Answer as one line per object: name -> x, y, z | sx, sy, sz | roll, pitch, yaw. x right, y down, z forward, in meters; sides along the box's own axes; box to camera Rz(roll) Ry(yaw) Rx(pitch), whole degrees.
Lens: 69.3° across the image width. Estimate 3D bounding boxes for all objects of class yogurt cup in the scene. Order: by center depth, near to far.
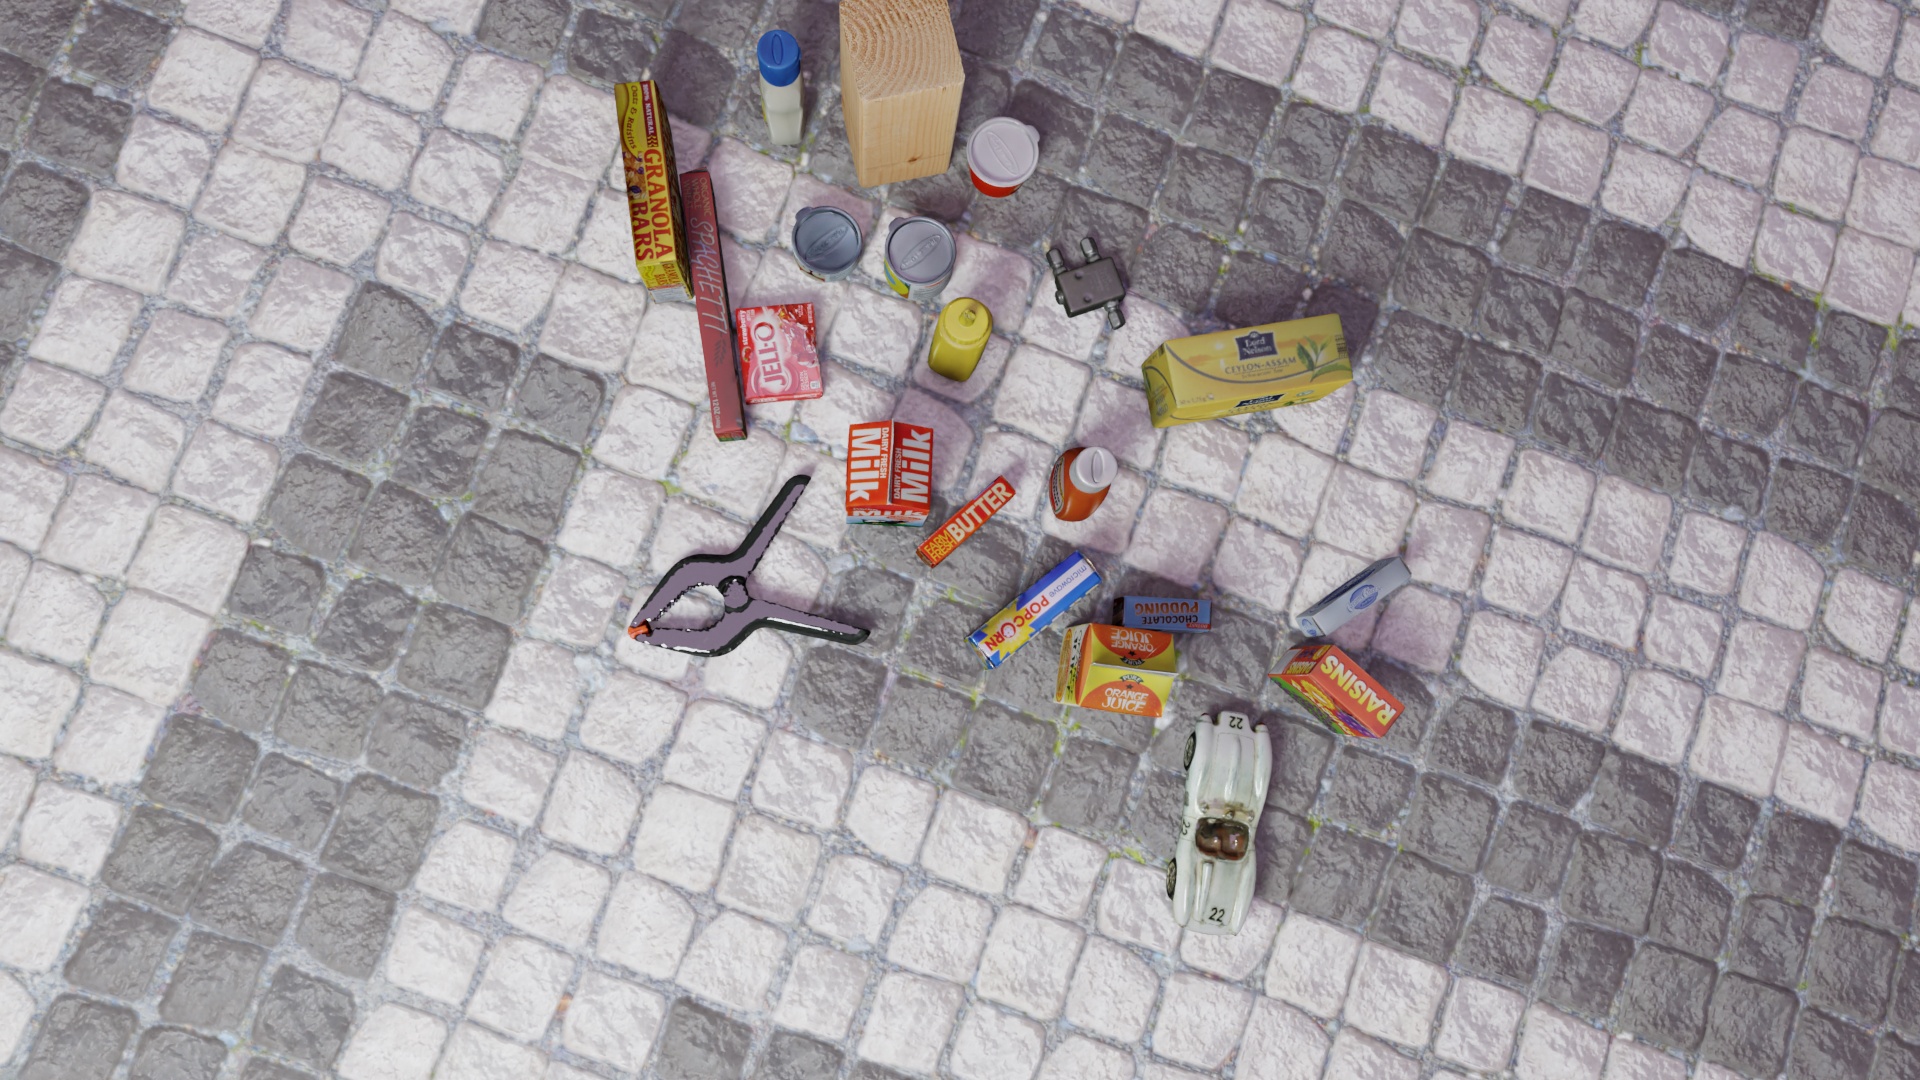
yogurt cup -> 0.038, -0.360, 1.318 | 0.072, 0.054, 0.072 | 1, 84, -5

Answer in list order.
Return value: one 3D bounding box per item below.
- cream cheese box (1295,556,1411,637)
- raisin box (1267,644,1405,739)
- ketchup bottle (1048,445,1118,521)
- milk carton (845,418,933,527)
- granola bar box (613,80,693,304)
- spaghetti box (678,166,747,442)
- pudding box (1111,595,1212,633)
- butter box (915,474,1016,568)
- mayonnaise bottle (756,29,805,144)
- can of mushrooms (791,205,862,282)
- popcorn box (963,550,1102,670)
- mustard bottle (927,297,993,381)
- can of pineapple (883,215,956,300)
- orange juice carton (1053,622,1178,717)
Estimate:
cream cheese box -> 0.367, 0.054, 1.299 | 0.104, 0.053, 0.024 | -33, 88, -7
raisin box -> 0.336, 0.136, 1.252 | 0.086, 0.123, 0.040 | 42, 83, 1
ketchup bottle -> 0.110, -0.055, 1.242 | 0.043, 0.148, 0.065 | 1, 84, -4
milk carton -> -0.063, -0.056, 1.206 | 0.073, 0.190, 0.072 | 3, 84, -4
granola bar box -> -0.274, -0.310, 1.251 | 0.039, 0.124, 0.165 | -8, 85, -5
spaghetti box -> -0.228, -0.216, 1.282 | 0.029, 0.050, 0.250 | -8, 84, -5
pudding box -> 0.186, 0.069, 1.284 | 0.084, 0.049, 0.030 | 3, 84, -4
butter box -> 0.005, -0.016, 1.277 | 0.103, 0.053, 0.024 | -41, 89, -8
mayonnaise bottle -> -0.162, -0.414, 1.260 | 0.041, 0.148, 0.065 | -4, 85, -5
can of mushrooms -> -0.127, -0.280, 1.306 | 0.071, 0.033, 0.071 | 1, 84, -5
popcorn box -> 0.064, 0.064, 1.257 | 0.127, 0.085, 0.038 | -39, 88, -8
mustard bottle -> 0.002, -0.187, 1.242 | 0.049, 0.160, 0.065 | 22, 83, -2
can of pineapple -> -0.039, -0.265, 1.299 | 0.071, 0.058, 0.071 | 1, 84, -5
orange juice carton -> 0.133, 0.112, 1.203 | 0.072, 0.192, 0.073 | 9, 84, -4
